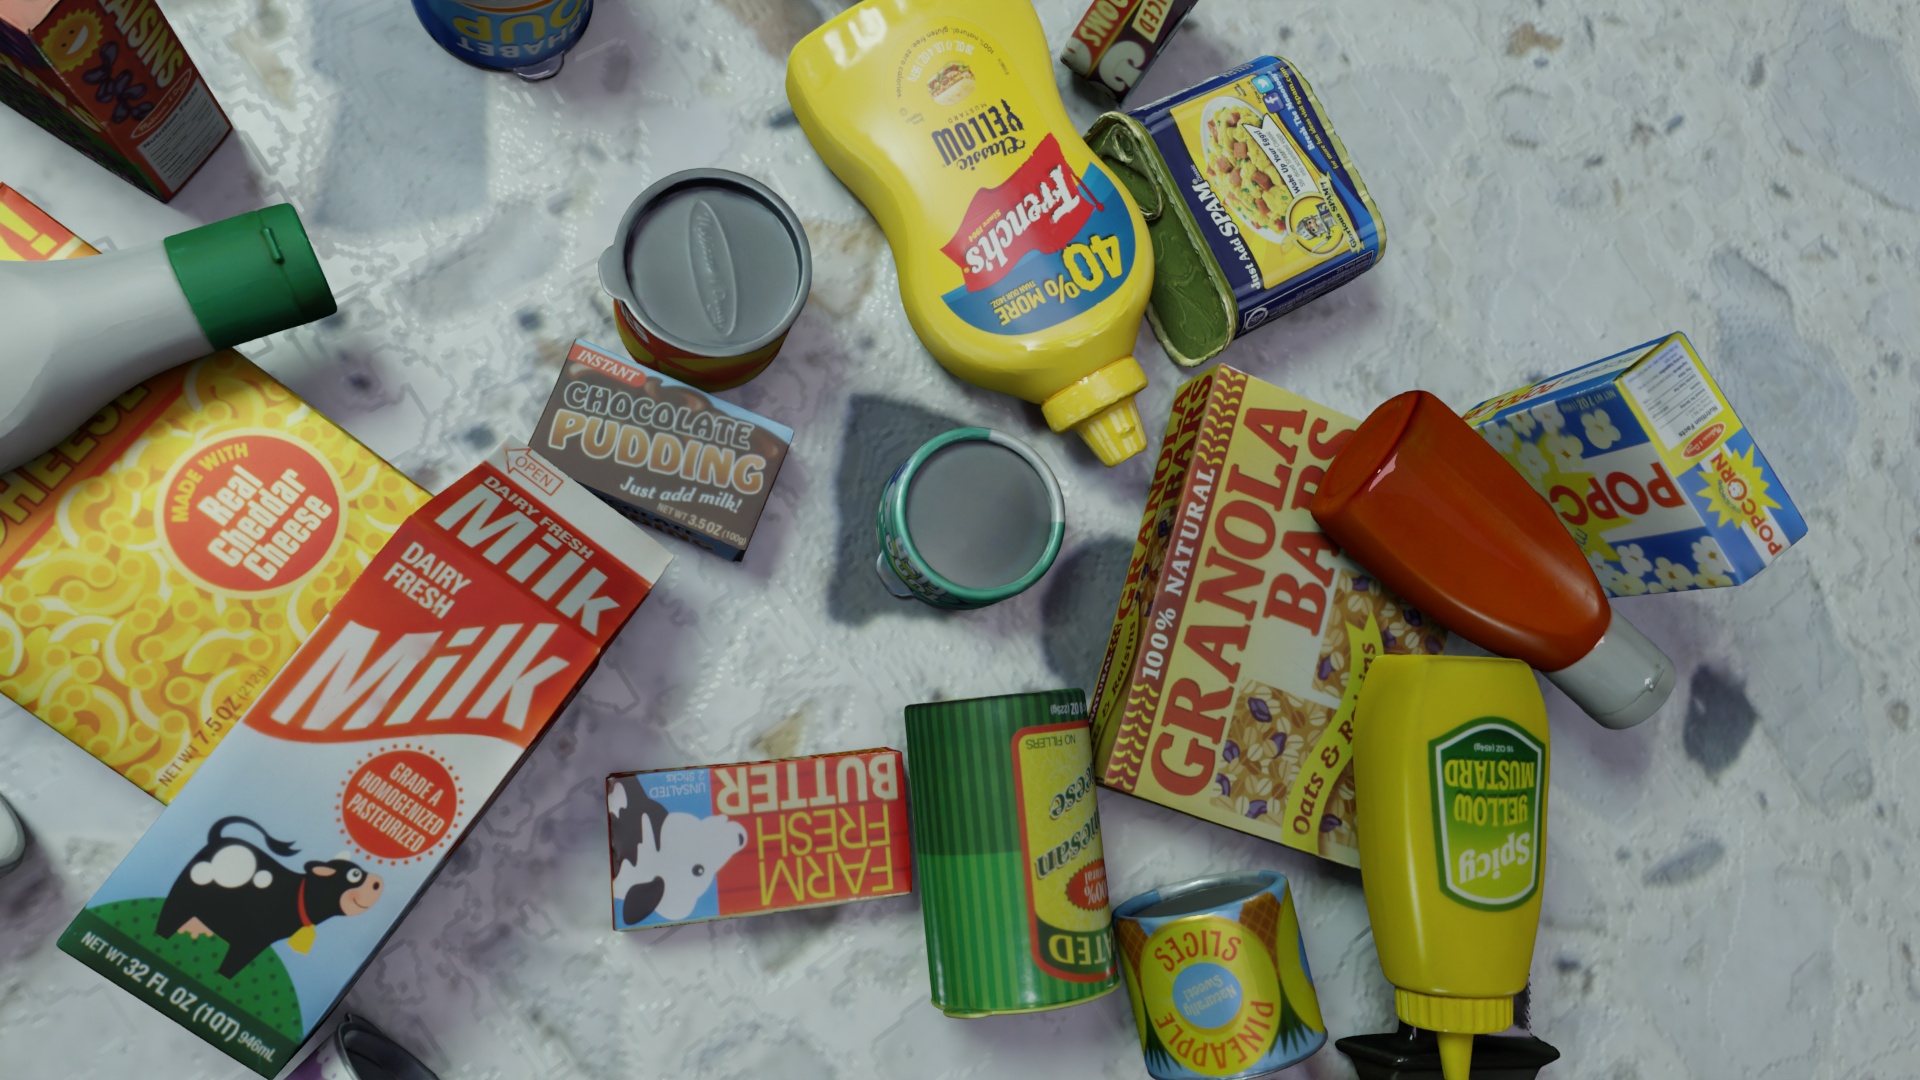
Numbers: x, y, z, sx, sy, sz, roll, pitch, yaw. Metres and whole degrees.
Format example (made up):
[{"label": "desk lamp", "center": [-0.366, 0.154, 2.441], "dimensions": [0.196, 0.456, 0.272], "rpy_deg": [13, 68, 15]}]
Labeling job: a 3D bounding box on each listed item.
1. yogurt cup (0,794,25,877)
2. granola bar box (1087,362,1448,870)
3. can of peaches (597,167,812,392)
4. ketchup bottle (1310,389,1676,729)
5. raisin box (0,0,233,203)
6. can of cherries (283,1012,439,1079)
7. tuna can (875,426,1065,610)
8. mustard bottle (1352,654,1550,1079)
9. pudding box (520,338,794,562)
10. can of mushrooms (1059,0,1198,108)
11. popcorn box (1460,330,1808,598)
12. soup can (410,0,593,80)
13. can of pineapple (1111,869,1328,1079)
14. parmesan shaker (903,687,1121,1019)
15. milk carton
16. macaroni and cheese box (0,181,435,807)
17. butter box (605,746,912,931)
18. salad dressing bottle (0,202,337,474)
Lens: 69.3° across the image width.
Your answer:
[{"label": "yogurt cup", "center": [-0.322, 0.093, 0.403], "dimensions": [0.072, 0.072, 0.054], "rpy_deg": [43, 82, -5]}, {"label": "granola bar box", "center": [0.125, 0.032, 0.540], "dimensions": [0.124, 0.039, 0.166], "rpy_deg": [20, 78, -13]}, {"label": "can of peaches", "center": [-0.092, -0.090, 0.492], "dimensions": [0.071, 0.058, 0.071], "rpy_deg": [2, 82, -14]}, {"label": "ketchup bottle", "center": [0.204, 0.013, 0.521], "dimensions": [0.149, 0.043, 0.065], "rpy_deg": [40, 74, -9]}, {"label": "raisin box", "center": [-0.282, -0.161, 0.419], "dimensions": [0.086, 0.123, 0.040], "rpy_deg": [34, 76, -7]}, {"label": "can of cherries", "center": [-0.189, 0.191, 0.423], "dimensions": [0.071, 0.071, 0.058], "rpy_deg": [46, 75, -4]}, {"label": "tuna can", "center": [0.002, -0.006, 0.517], "dimensions": [0.071, 0.032, 0.071], "rpy_deg": [2, 81, -15]}, {"label": "mustard bottle", "center": [0.177, 0.121, 0.496], "dimensions": [0.065, 0.048, 0.160], "rpy_deg": [3, 83, -15]}, {"label": "pudding box", "center": [-0.106, -0.031, 0.494], "dimensions": [0.084, 0.030, 0.050], "rpy_deg": [24, 76, -10]}, {"label": "can of mushrooms", "center": [0.071, -0.207, 0.546], "dimensions": [0.033, 0.071, 0.071], "rpy_deg": [36, 75, -5]}, {"label": "popcorn box", "center": [0.245, -0.022, 0.535], "dimensions": [0.038, 0.126, 0.085], "rpy_deg": [-34, 91, -13]}, {"label": "soup can", "center": [-0.159, -0.209, 0.479], "dimensions": [0.071, 0.083, 0.071], "rpy_deg": [2, 82, -15]}, {"label": "can of pineapple", "center": [0.092, 0.155, 0.498], "dimensions": [0.071, 0.071, 0.058], "rpy_deg": [-12, 85, -16]}, {"label": "parmesan shaker", "center": [0.016, 0.106, 0.484], "dimensions": [0.071, 0.071, 0.103], "rpy_deg": [-4, 83, -15]}, {"label": "milk carton", "center": [-0.176, 0.060, 0.440], "dimensions": [0.072, 0.073, 0.191], "rpy_deg": [37, 74, -7]}, {"label": "macaroni and cheese box", "center": [-0.273, -0.014, 0.443], "dimensions": [0.166, 0.040, 0.124], "rpy_deg": [38, 74, -7]}, {"label": "butter box", "center": [-0.070, 0.103, 0.487], "dimensions": [0.104, 0.024, 0.053], "rpy_deg": [-4, 83, -15]}, {"label": "salad dressing bottle", "center": [-0.264, -0.060, 0.408], "dimensions": [0.148, 0.044, 0.064], "rpy_deg": [-24, 86, -19]}]
